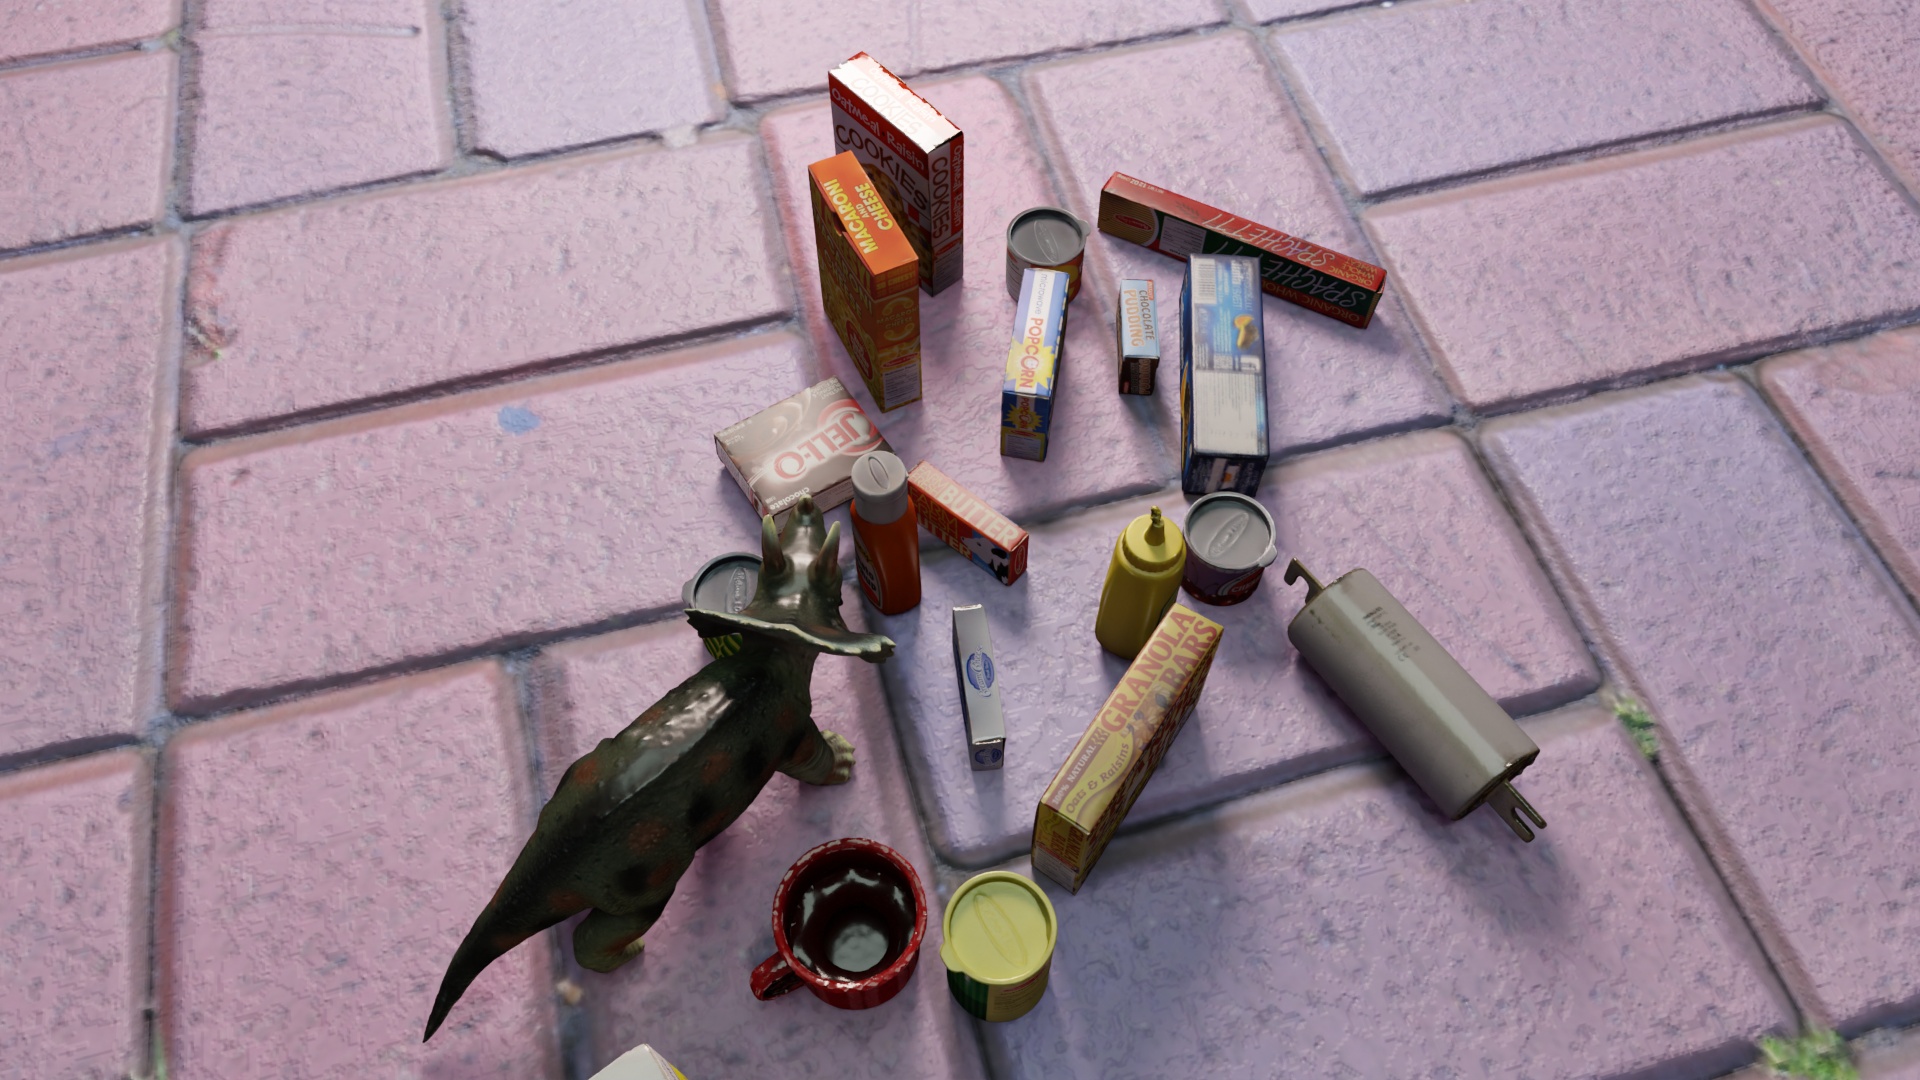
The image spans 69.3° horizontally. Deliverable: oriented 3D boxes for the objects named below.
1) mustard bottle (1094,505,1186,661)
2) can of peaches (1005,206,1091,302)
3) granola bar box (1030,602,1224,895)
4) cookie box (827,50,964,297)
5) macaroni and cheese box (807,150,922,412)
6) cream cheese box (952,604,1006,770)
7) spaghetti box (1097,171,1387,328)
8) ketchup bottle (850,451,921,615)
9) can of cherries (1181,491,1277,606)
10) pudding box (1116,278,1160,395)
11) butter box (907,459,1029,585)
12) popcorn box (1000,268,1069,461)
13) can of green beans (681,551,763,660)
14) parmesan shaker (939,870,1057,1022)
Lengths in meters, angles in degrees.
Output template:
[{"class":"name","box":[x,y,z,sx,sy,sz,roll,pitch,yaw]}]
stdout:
[{"class":"mustard bottle","box":[0.126,0.025,0.948,0.049,0.159,0.065,24,62,13]},{"class":"can of peaches","box":[0.073,-0.237,1.166,0.071,0.057,0.071,0,59,0]},{"class":"granola bar box","box":[0.106,0.135,0.902,0.039,0.123,0.166,30,63,17]},{"class":"cookie box","box":[-0.050,-0.298,1.138,0.040,0.166,0.123,-37,66,-20]},{"class":"macaroni and cheese box","box":[-0.073,-0.197,1.078,0.040,0.165,0.124,-23,62,-13]},{"class":"cream cheese box","box":[0.012,0.102,0.963,0.024,0.053,0.104,-7,59,-4]},{"class":"spaghetti box","box":[0.236,-0.246,1.177,0.250,0.050,0.029,24,62,14]},{"class":"ketchup bottle","box":[-0.053,-0.007,0.974,0.043,0.148,0.065,-22,62,-13]},{"class":"can of cherries","box":[0.195,0.009,1.018,0.071,0.058,0.072,0,59,0]},{"class":"pudding box","box":[0.144,-0.166,1.128,0.030,0.049,0.084,2,59,1]},{"class":"butter box","box":[0.004,-0.013,1.033,0.103,0.053,0.024,36,65,19]},{"class":"popcorn box","box":[0.059,-0.138,1.090,0.038,0.084,0.127,8,59,5]},{"class":"can of green beans","box":[-0.156,0.050,0.991,0.071,0.057,0.071,0,59,0]},{"class":"parmesan shaker","box":[0.020,0.250,0.845,0.071,0.102,0.071,0,59,0]}]
